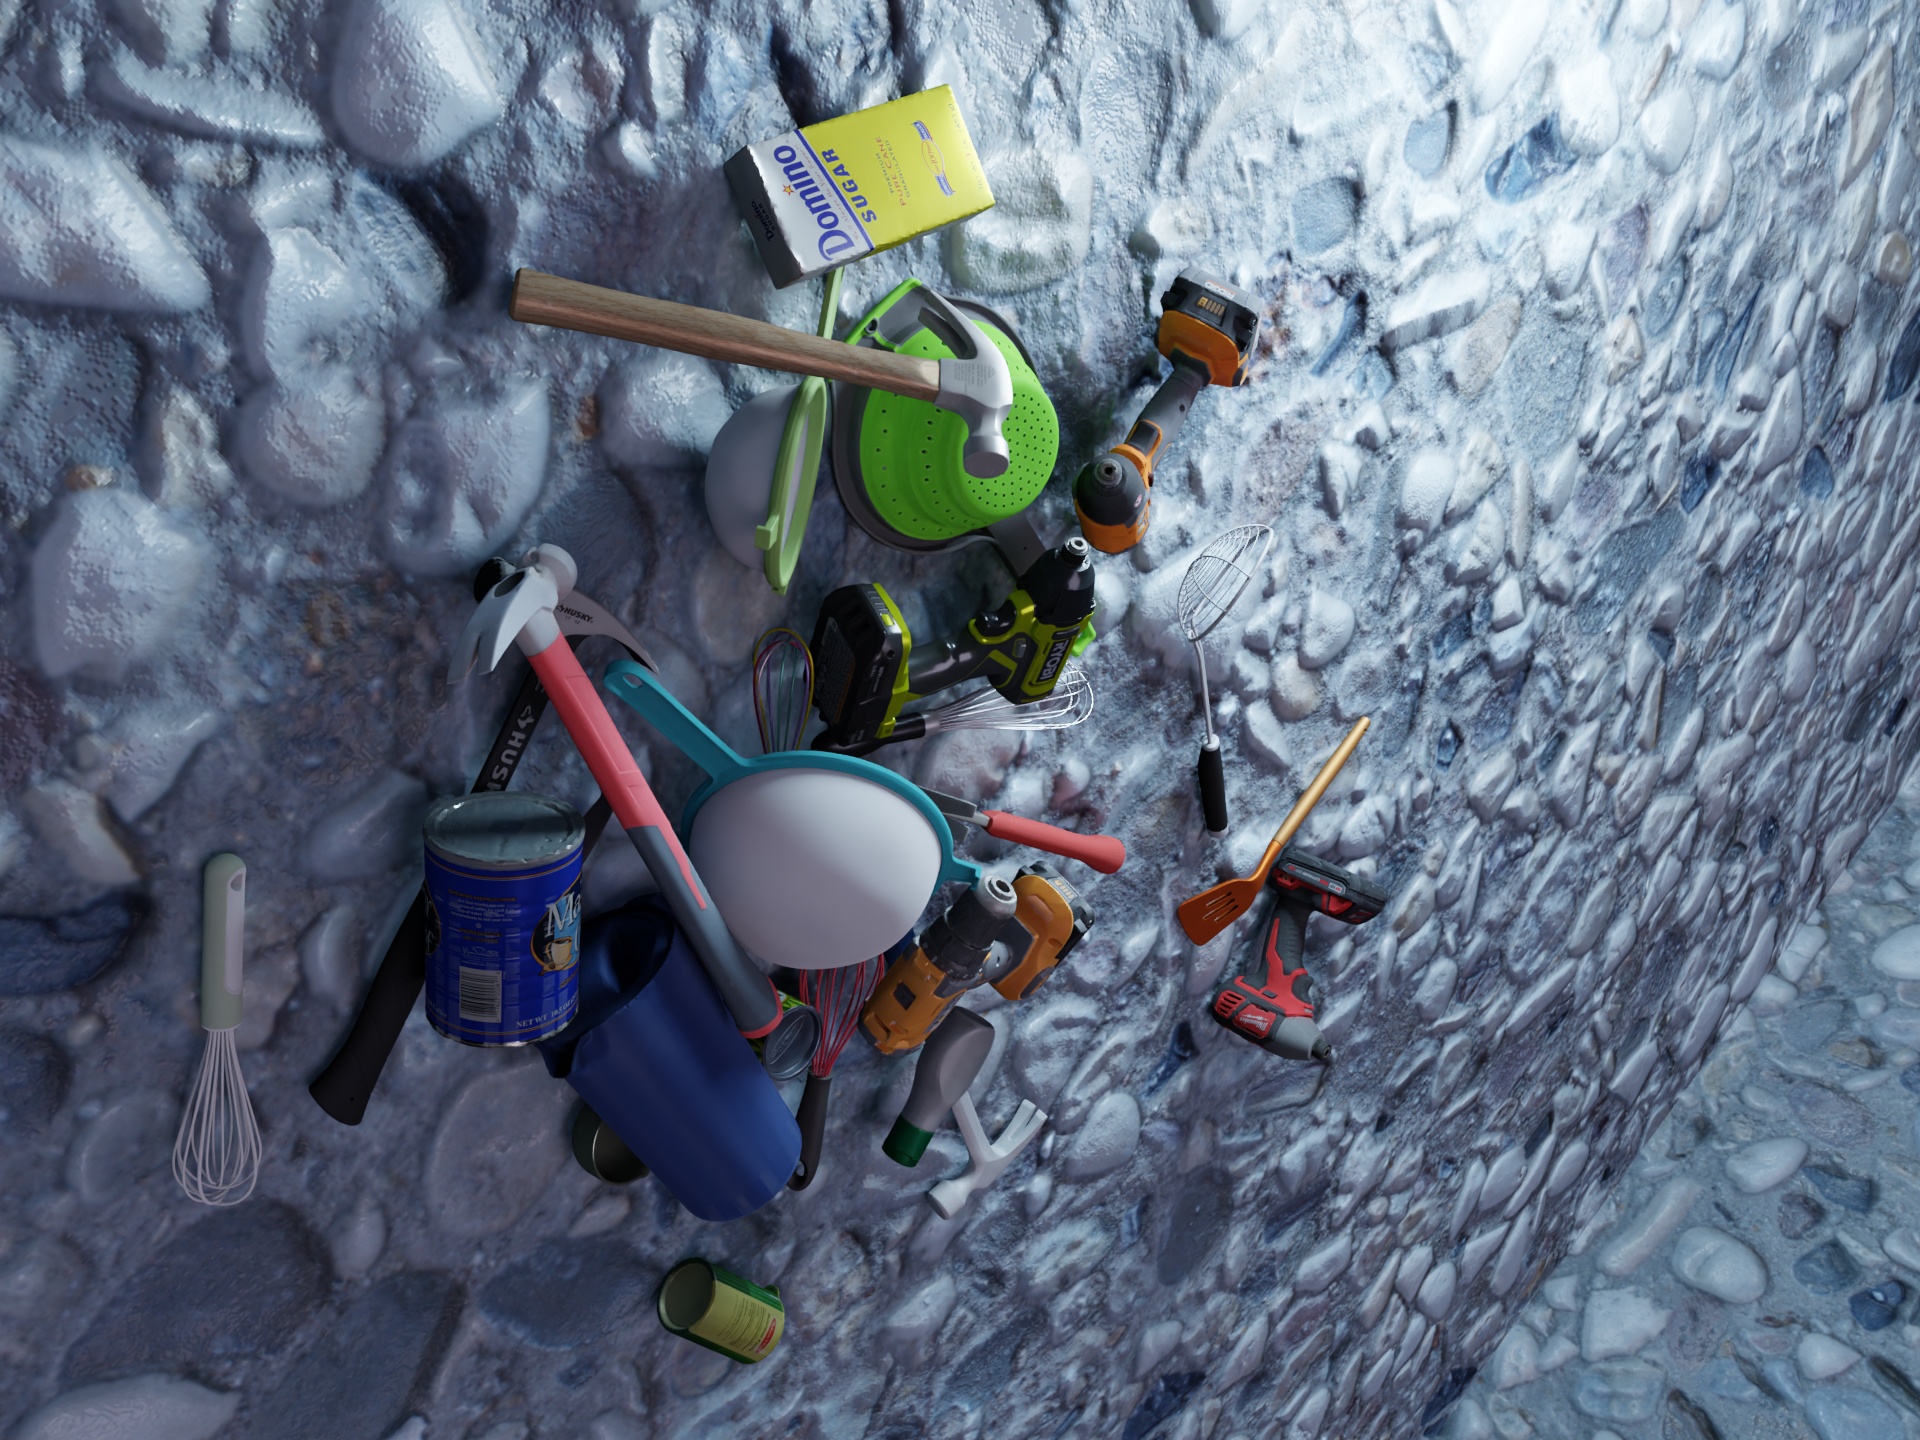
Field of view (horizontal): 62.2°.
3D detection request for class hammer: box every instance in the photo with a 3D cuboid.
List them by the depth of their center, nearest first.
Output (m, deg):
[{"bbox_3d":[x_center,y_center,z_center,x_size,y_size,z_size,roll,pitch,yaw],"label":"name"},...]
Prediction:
[{"bbox_3d":[-0.124,-0.247,1.044,0.331,0.031,0.130,9,61,-17],"label":"hammer"},{"bbox_3d":[-0.215,0.079,1.065,0.143,0.038,0.386,-78,150,-56],"label":"hammer"},{"bbox_3d":[-0.346,0.095,1.105,0.149,0.036,0.409,23,94,-46],"label":"hammer"},{"bbox_3d":[0.050,0.097,1.402,0.358,0.149,0.037,20,89,-51],"label":"hammer"},{"bbox_3d":[-0.017,0.302,1.497,0.144,0.035,0.405,-36,130,-24],"label":"hammer"}]

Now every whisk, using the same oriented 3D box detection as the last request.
[{"bbox_3d":[-0.479,0.203,1.030,0.058,0.059,0.246,-47,146,-73],"label":"whisk"},{"bbox_3d":[-0.145,0.038,1.259,0.047,0.051,0.244,4,116,-6],"label":"whisk"},{"bbox_3d":[-0.002,-0.003,1.354,0.284,0.070,0.070,-14,118,-32],"label":"whisk"},{"bbox_3d":[-0.119,0.290,1.387,0.073,0.073,0.295,-7,119,-40],"label":"whisk"}]

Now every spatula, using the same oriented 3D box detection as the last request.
[{"bbox_3d":[0.354,0.115,1.752,0.323,0.041,0.080,-50,135,-18],"label":"spatula"}]

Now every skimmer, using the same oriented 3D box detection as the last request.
[{"bbox_3d":[0.269,-0.024,1.560,0.127,0.090,0.363,-63,149,-47],"label":"skimmer"}]

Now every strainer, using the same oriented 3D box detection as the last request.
[{"bbox_3d":[-0.132,-0.223,1.121,0.151,0.069,0.256,103,-3,-82],"label":"strainer"},{"bbox_3d":[-0.147,0.088,1.163,0.340,0.211,0.095,47,32,-37],"label":"strainer"}]

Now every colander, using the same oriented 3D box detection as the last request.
[{"bbox_3d":[0.045,-0.171,1.285,0.204,0.095,0.396,-50,134,-12],"label":"colander"}]

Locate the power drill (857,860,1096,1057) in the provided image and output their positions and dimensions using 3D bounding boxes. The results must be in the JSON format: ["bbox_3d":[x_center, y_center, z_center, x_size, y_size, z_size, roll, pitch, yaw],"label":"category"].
[{"bbox_3d":[0.028,0.186,1.357,0.226,0.084,0.185,-14,144,-56],"label":"power drill"}]

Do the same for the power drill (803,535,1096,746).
[{"bbox_3d":[-0.001,-0.067,1.257,0.223,0.080,0.171,-15,148,-28],"label":"power drill"}]

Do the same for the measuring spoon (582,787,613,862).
[{"bbox_3d":[-0.271,0.078,1.149,0.124,0.034,0.018,-54,168,19],"label":"measuring spoon"}]

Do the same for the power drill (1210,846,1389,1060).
[{"bbox_3d":[0.379,0.264,1.760,0.078,0.143,0.219,22,92,-48],"label":"power drill"}]

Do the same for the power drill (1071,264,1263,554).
[{"bbox_3d":[0.166,-0.256,1.323,0.226,0.084,0.164,-61,170,-2],"label":"power drill"}]

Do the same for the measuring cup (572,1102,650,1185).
[{"bbox_3d":[-0.250,0.305,1.298,0.167,0.038,0.083,-43,130,-41],"label":"measuring cup"}]
